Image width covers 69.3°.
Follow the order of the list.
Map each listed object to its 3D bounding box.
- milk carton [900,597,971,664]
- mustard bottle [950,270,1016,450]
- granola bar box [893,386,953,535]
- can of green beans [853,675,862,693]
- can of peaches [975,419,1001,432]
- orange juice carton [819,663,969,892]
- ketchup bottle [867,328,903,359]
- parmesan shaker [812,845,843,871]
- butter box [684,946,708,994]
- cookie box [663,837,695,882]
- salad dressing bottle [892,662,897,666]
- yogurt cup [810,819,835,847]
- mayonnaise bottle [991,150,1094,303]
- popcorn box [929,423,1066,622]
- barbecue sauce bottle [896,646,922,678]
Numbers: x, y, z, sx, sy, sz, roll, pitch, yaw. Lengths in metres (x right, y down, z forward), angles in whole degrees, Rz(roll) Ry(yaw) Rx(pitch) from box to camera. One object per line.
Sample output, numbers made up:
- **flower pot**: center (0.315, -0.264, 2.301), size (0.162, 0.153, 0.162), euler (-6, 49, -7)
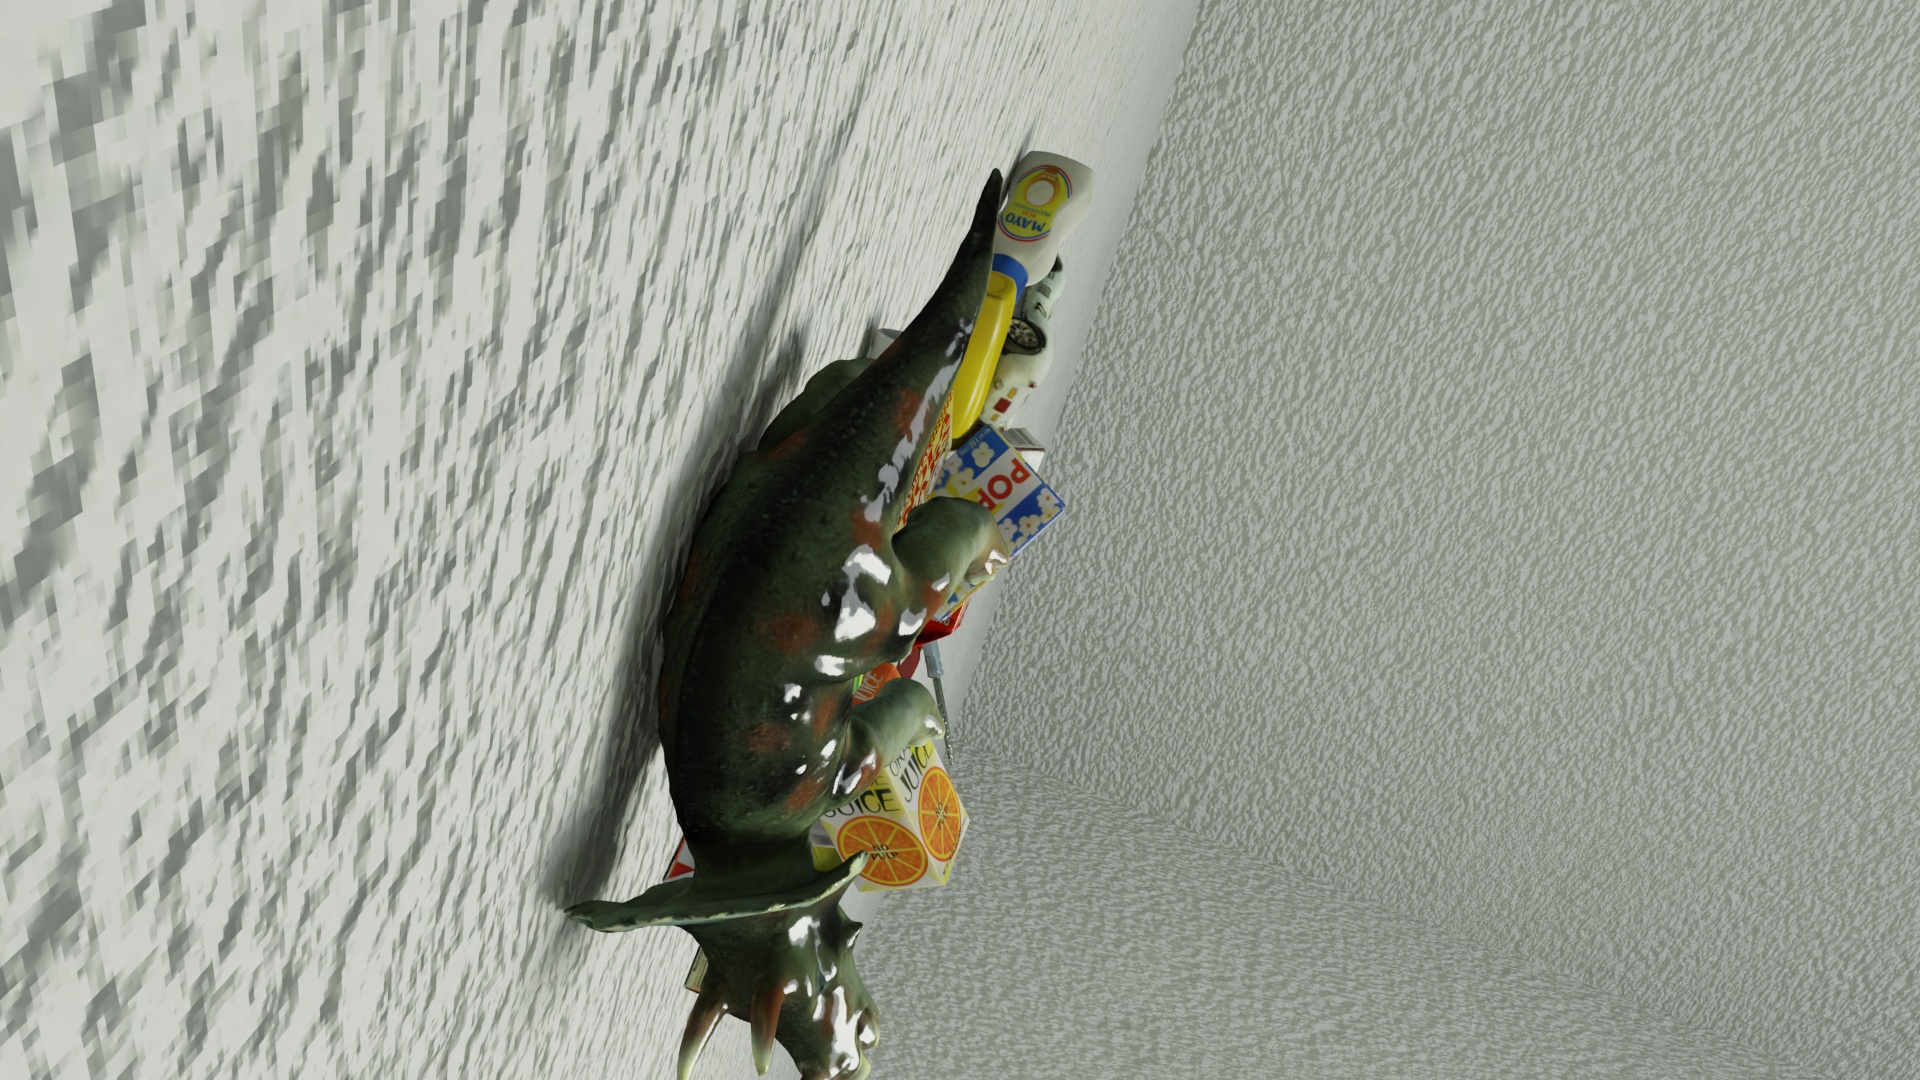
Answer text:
- **milk carton**: center (-0.018, 0.019, 1.258), size (0.072, 0.073, 0.190), euler (-22, 132, -84)
- **mustard bottle**: center (-0.003, -0.116, 1.006), size (0.065, 0.049, 0.159), euler (-65, 175, -60)
- **granola bar box**: center (-0.053, -0.016, 0.928), size (0.124, 0.039, 0.166), euler (95, 17, -75)
- **can of green beans**: center (-0.078, 0.044, 0.738), size (0.071, 0.071, 0.057), euler (-60, 169, -64)
- **can of peaches**: center (0.016, -0.119, 1.154), size (0.071, 0.058, 0.071), euler (17, 95, -85)
- **orange juice carton**: center (-0.067, 0.156, 0.995), size (0.192, 0.073, 0.072), euler (67, 27, -25)
- **ketchup bottle**: center (-0.051, -0.045, 0.793), size (0.065, 0.043, 0.148), euler (-57, 167, -72)
- **parmesan shaker**: center (-0.104, 0.227, 1.144), size (0.103, 0.071, 0.071), euler (-59, 169, -77)
- **butter box**: center (-0.162, 0.270, 0.994), size (0.053, 0.024, 0.103), euler (73, 38, -81)
- **cookie box**: center (-0.130, 0.176, 0.863), size (0.166, 0.040, 0.123), euler (97, 14, -65)
- **salad dressing bottle**: center (-0.056, 0.054, 1.165), size (0.064, 0.044, 0.148), euler (103, 8, -54)
- **yogurt cup**: center (-0.108, 0.196, 1.057), size (0.072, 0.072, 0.054), euler (102, 1, -59)
- **mayonnaise bottle**: center (0.050, -0.231, 1.055), size (0.041, 0.065, 0.149), euler (89, 25, -59)
- **popcorn box**: center (0.004, -0.013, 1.019), size (0.126, 0.085, 0.038), euler (-42, 174, 2)
- **barbecue sauce bottle**: center (-0.065, 0.121, 1.331), size (0.149, 0.044, 0.064), euler (-61, 167, -65)
